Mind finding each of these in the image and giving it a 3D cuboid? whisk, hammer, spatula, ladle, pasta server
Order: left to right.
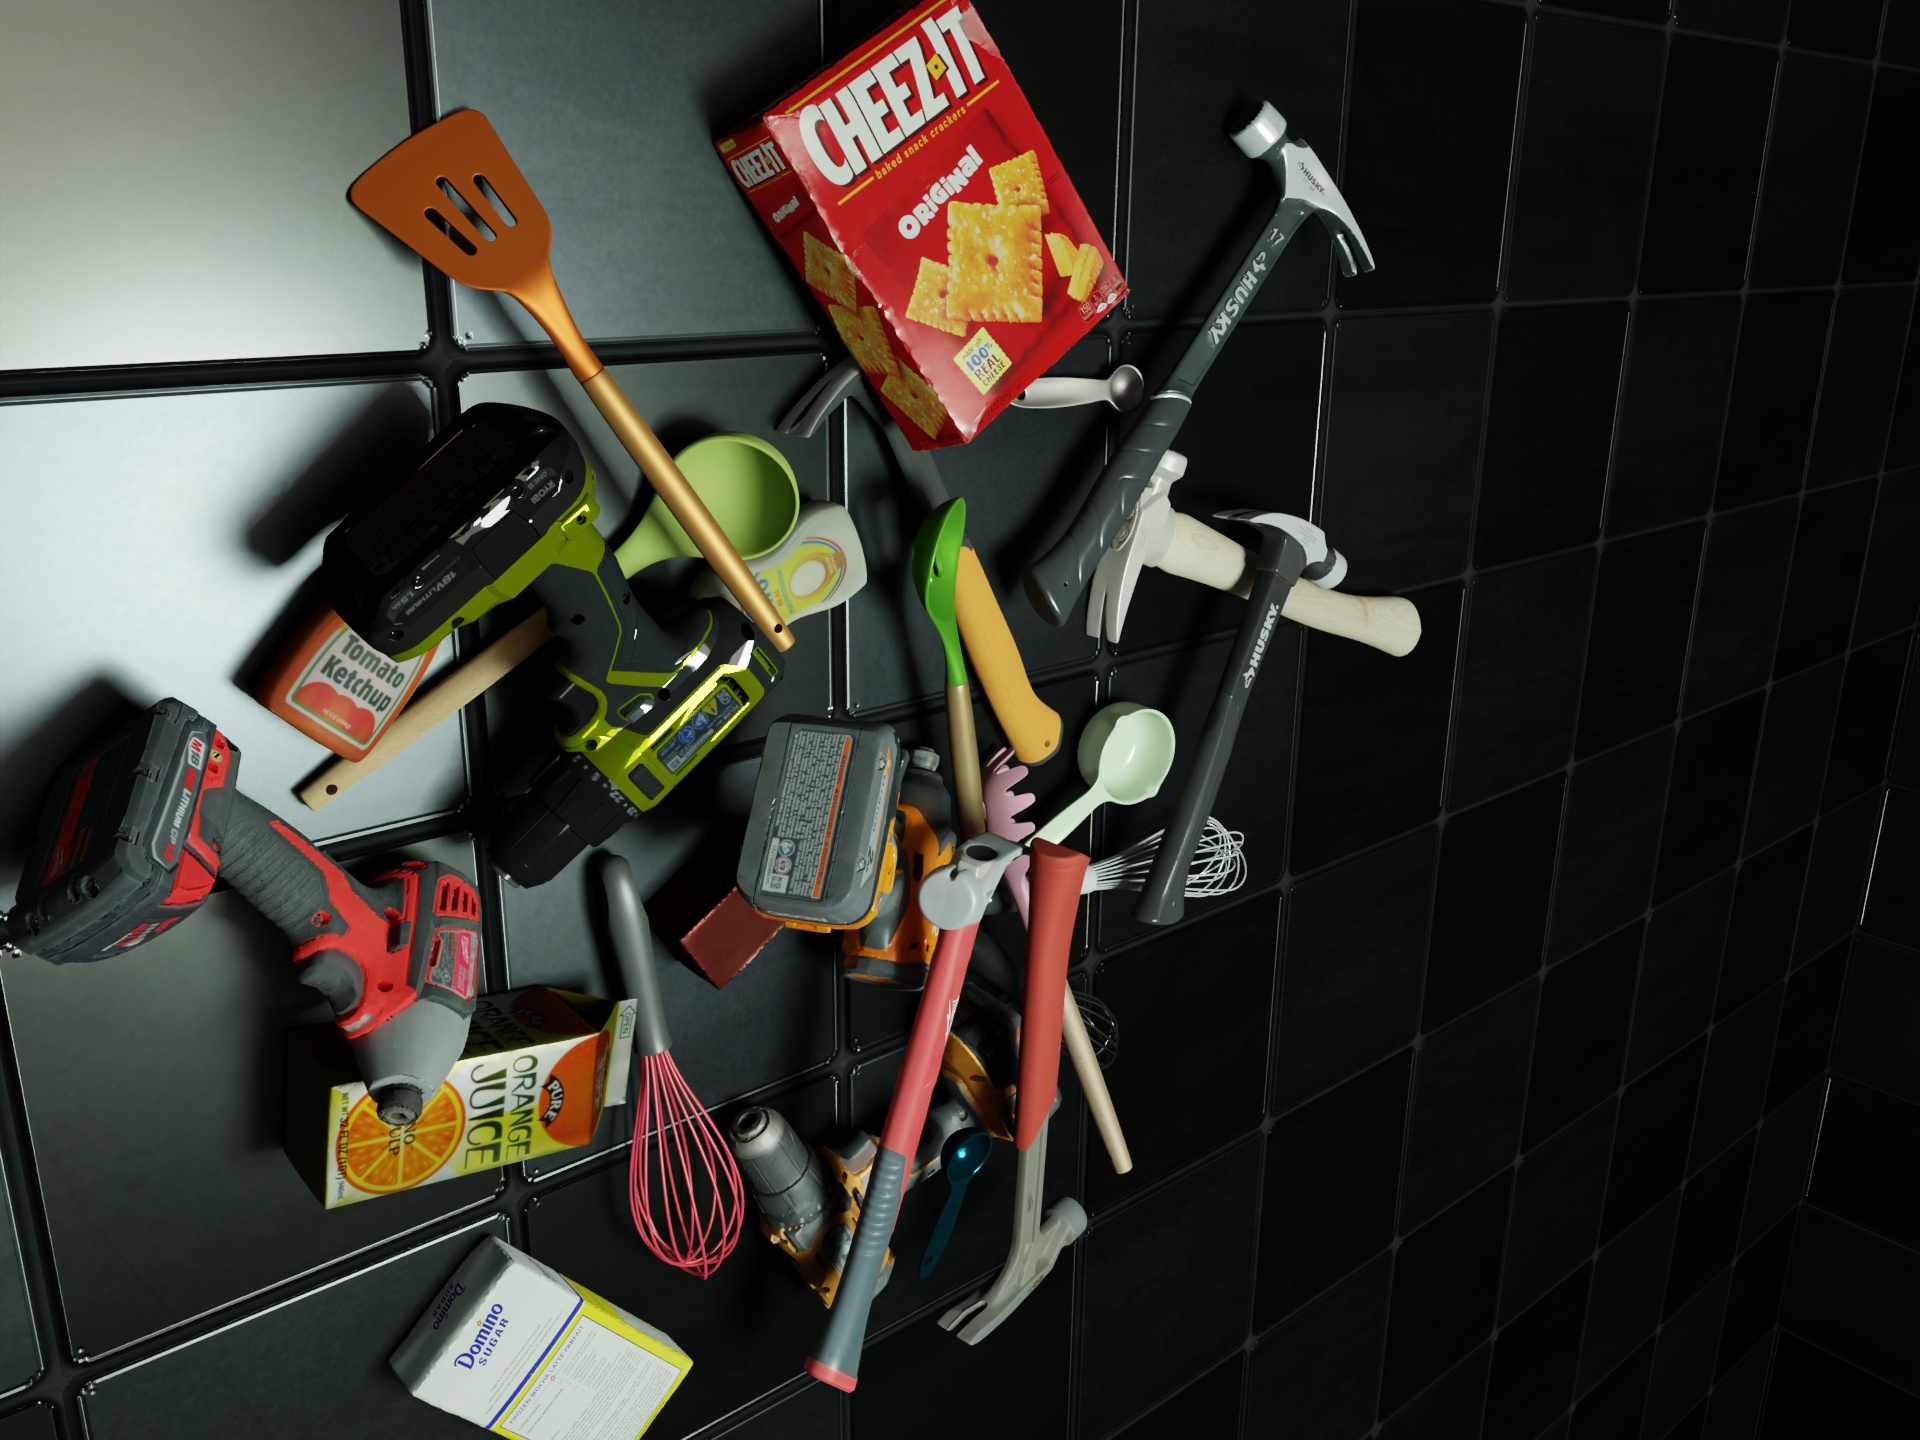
[{"bbox_3d":[-0.219,-0.053,0.869,0.320,0.062,0.078,-41,123,-22],"label":"ladle"},{"bbox_3d":[-0.183,-0.162,0.839,0.081,0.041,0.322,-44,120,-19],"label":"spatula"},{"bbox_3d":[-0.187,0.220,0.987,0.073,0.073,0.295,-22,112,-36],"label":"whisk"},{"bbox_3d":[-0.032,0.260,1.040,0.143,0.038,0.386,-23,130,-70],"label":"hammer"},{"bbox_3d":[-0.005,-0.096,1.063,0.127,0.034,0.336,-43,128,-25],"label":"hammer"},{"bbox_3d":[0.051,0.201,1.207,0.238,0.055,0.055,42,75,-37],"label":"whisk"},{"bbox_3d":[0.047,0.247,1.079,0.149,0.037,0.358,-27,127,-48],"label":"hammer"},{"bbox_3d":[0.071,0.174,1.139,0.040,0.060,0.316,-21,93,-12],"label":"pasta server"},{"bbox_3d":[0.118,0.120,1.234,0.284,0.070,0.070,-6,108,-36],"label":"whisk"},{"bbox_3d":[0.162,-0.240,1.132,0.149,0.036,0.409,38,75,-25],"label":"hammer"},{"bbox_3d":[0.199,-0.003,1.216,0.146,0.035,0.335,26,82,-45],"label":"hammer"},{"bbox_3d":[0.257,-0.098,1.301,0.410,0.038,0.146,14,96,-44],"label":"hammer"}]

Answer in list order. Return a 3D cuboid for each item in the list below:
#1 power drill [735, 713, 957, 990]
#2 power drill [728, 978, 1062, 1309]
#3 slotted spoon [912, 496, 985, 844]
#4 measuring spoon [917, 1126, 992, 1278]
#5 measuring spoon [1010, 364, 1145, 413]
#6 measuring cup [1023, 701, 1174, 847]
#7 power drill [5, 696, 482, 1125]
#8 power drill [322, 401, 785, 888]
[{"bbox_3d":[-0.057,0.071,0.992,0.226,0.084,0.164,55,43,-67],"label":"power drill"},{"bbox_3d":[-0.050,0.284,1.120,0.226,0.084,0.185,-40,126,-20],"label":"power drill"},{"bbox_3d":[-0.002,-0.003,1.058,0.070,0.031,0.313,-60,150,-52],"label":"slotted spoon"},{"bbox_3d":[-0.013,0.334,1.110,0.042,0.021,0.128,-3,119,-46],"label":"measuring spoon"},{"bbox_3d":[0.077,-0.230,1.112,0.124,0.018,0.034,-10,103,-33],"label":"measuring spoon"},{"bbox_3d":[0.091,0.051,1.202,0.167,0.038,0.083,-41,127,-16],"label":"measuring cup"},{"bbox_3d":[-0.325,0.100,0.766,0.078,0.143,0.219,-29,134,19],"label":"power drill"},{"bbox_3d":[-0.212,-0.029,0.813,0.190,0.080,0.228,-46,139,-11],"label":"power drill"}]
